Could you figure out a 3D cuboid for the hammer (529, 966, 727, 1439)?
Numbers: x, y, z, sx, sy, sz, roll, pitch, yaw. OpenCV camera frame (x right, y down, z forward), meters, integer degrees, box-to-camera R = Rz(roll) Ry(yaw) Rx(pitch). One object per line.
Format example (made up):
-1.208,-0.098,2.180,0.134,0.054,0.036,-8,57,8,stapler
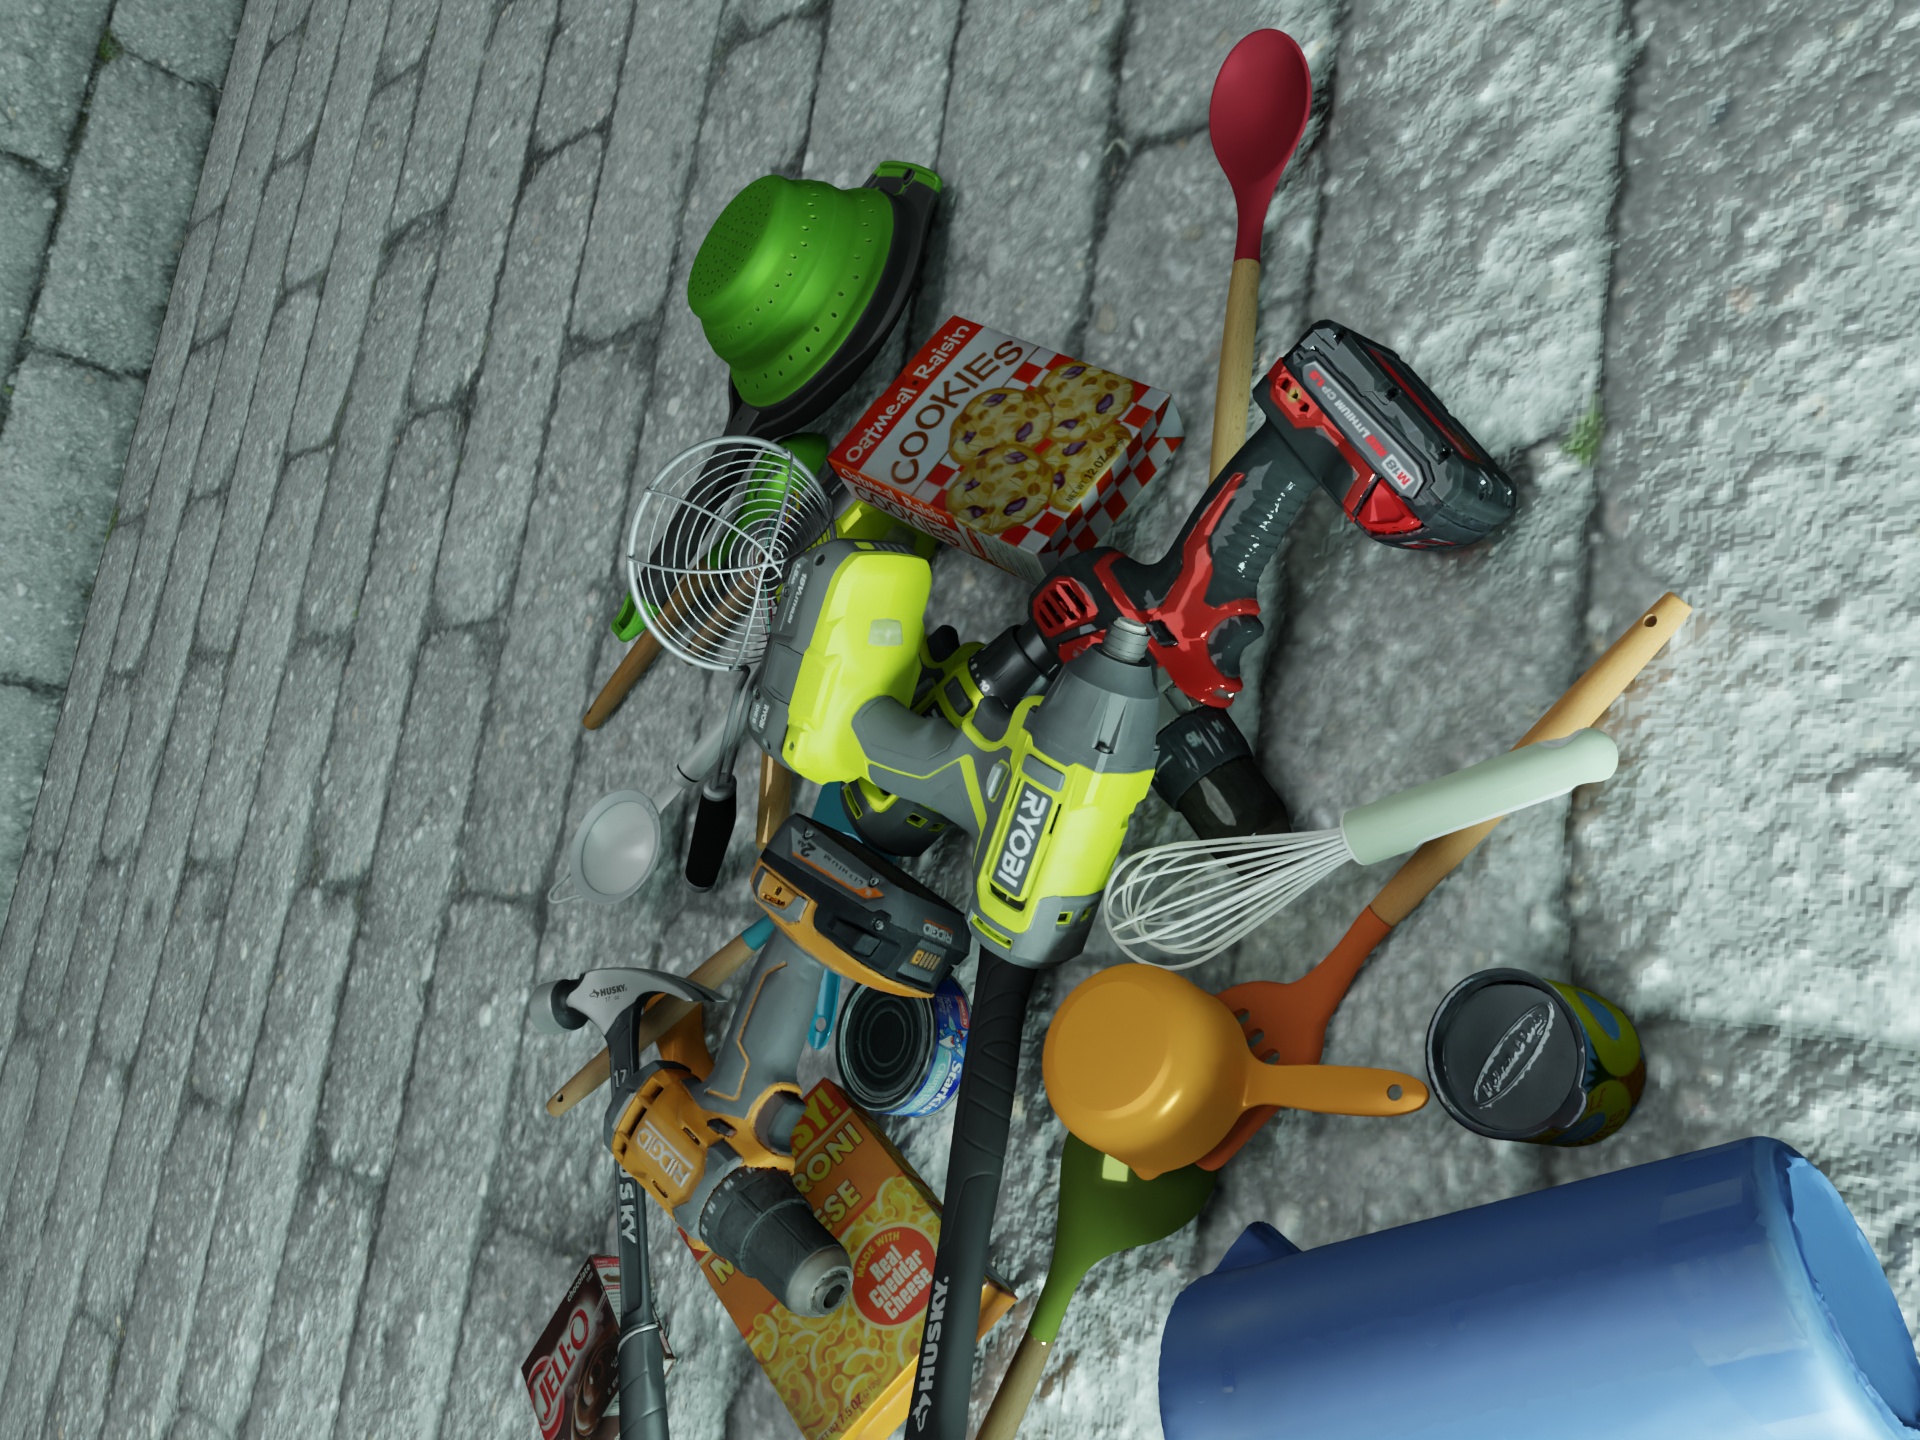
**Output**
-0.190,0.350,0.955,0.149,0.036,0.409,-17,72,33,hammer

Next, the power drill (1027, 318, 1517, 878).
0.152,-0.053,0.760,0.226,0.080,0.188,-45,65,27,power drill

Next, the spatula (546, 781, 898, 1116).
-0.160,0.155,1.019,0.317,0.044,0.082,-41,61,12,spatula

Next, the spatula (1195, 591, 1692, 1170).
0.199,0.068,0.704,0.322,0.041,0.081,-52,44,19,spatula

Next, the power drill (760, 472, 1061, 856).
-0.018,-0.058,0.950,0.190,0.080,0.229,-45,50,20,power drill

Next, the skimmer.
-0.152,-0.015,0.970,0.090,0.127,0.363,55,148,22,skimmer

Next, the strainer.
-0.198,0.046,1.128,0.258,0.050,0.087,-47,54,17,strainer

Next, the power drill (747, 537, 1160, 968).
-0.001,-0.003,0.808,0.223,0.080,0.171,32,112,37,power drill

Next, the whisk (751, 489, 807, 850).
-0.118,-0.034,1.068,0.047,0.051,0.245,-3,80,46,whisk

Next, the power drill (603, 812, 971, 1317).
-0.084,0.186,0.859,0.185,0.084,0.226,30,90,42,power drill

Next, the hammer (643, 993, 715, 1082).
-0.136,0.298,0.977,0.127,0.034,0.337,-51,46,19,hammer

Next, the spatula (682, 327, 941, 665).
-0.102,-0.146,1.109,0.316,0.018,0.060,-45,46,25,spatula

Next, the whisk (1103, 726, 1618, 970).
0.167,0.056,0.699,0.246,0.058,0.059,-25,89,31,whisk

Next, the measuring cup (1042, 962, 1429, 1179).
0.112,0.151,0.691,0.174,0.052,0.095,-6,61,40,measuring cup

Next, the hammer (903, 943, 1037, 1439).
0.000,0.249,0.784,0.146,0.035,0.335,-31,38,43,hammer

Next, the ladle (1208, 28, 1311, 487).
0.154,-0.225,0.865,0.069,0.031,0.315,-4,76,48,ladle

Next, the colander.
-0.167,-0.240,1.116,0.397,0.094,0.205,-58,35,6,colander

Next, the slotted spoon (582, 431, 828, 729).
-0.200,-0.099,1.189,0.313,0.031,0.070,-48,35,26,slotted spoon

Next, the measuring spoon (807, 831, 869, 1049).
-0.073,0.131,0.947,0.042,0.021,0.129,3,81,27,measuring spoon

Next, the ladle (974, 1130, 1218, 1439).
0.039,0.324,0.789,0.078,0.062,0.320,35,109,46,ladle
